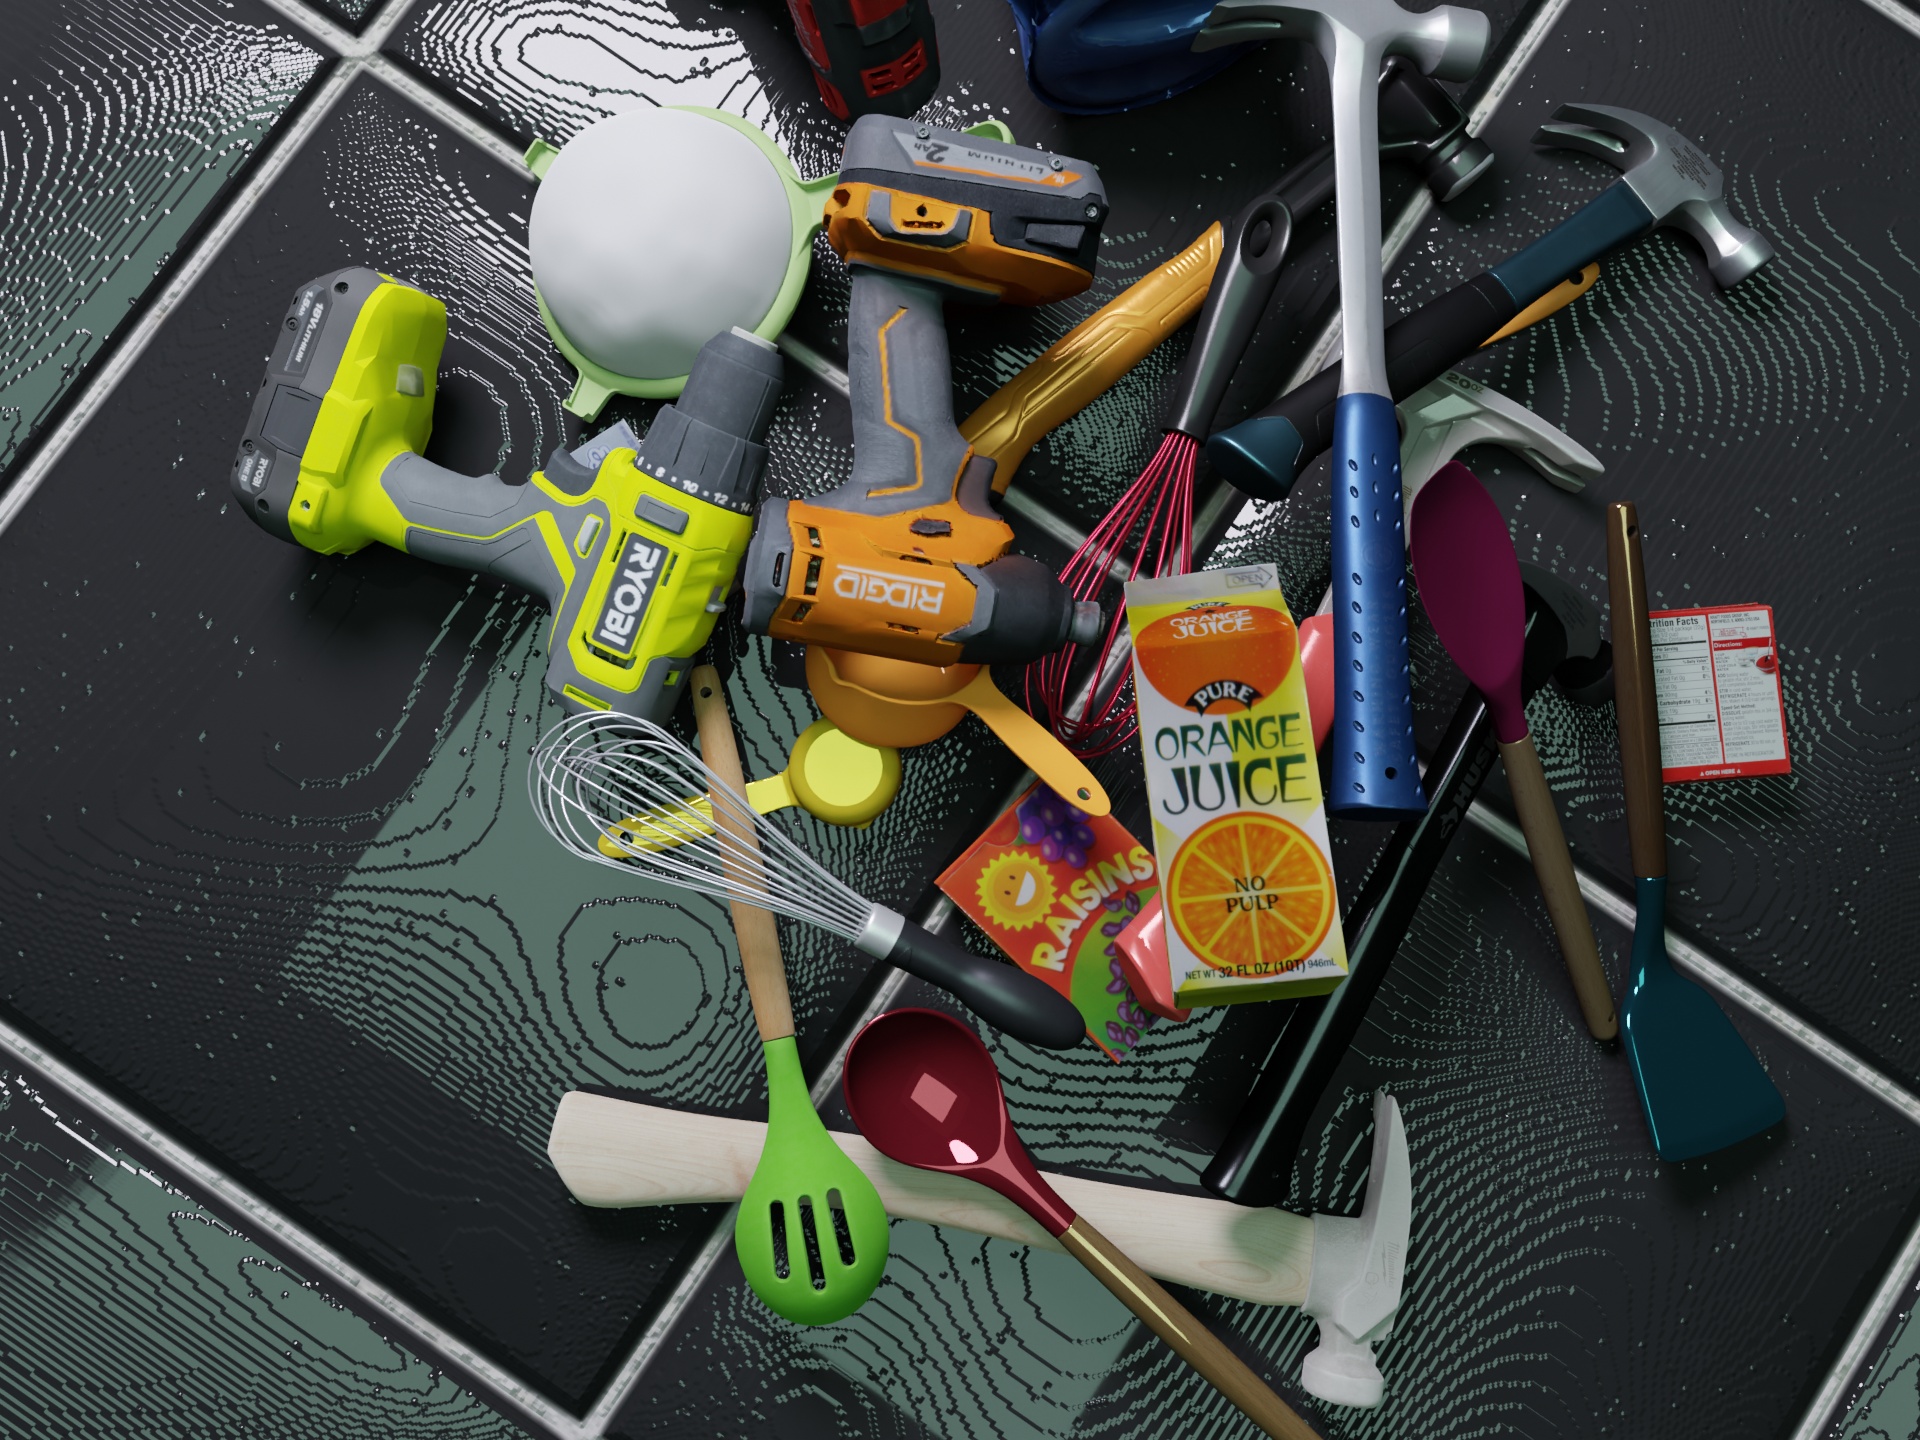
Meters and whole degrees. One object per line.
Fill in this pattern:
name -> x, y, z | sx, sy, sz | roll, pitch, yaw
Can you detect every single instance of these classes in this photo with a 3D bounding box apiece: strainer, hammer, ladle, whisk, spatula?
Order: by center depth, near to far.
whisk -> -0.066, 0.082, 0.726 | 0.284, 0.070, 0.070 | 29, 84, -8
hammer -> 0.179, -0.157, 0.729 | 0.144, 0.035, 0.406 | 5, 76, -11
ladle -> 0.069, 0.250, 0.734 | 0.315, 0.031, 0.069 | 43, 82, 2
hammer -> 0.203, 0.074, 0.746 | 0.146, 0.035, 0.335 | 36, 81, -37
strainer -> -0.102, -0.248, 0.758 | 0.256, 0.069, 0.151 | -13, 82, 14
hammer -> 0.011, 0.220, 0.766 | 0.410, 0.038, 0.146 | 10, 82, -1
spatula -> 0.343, 0.051, 0.772 | 0.082, 0.044, 0.317 | -12, 100, -19
hammer -> 0.181, -0.016, 0.775 | 0.149, 0.036, 0.359 | 28, 75, 1
whisk -> 0.103, -0.120, 0.780 | 0.073, 0.073, 0.296 | 21, 88, 0
hammer -> 0.258, -0.203, 0.792 | 0.331, 0.033, 0.128 | -34, 85, -17
hammer -> 0.111, -0.231, 0.817 | 0.337, 0.034, 0.127 | -40, 88, -6

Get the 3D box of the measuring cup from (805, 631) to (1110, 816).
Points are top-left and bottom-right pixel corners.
measuring cup -> -0.001, -0.002, 0.760 | 0.174, 0.052, 0.095 | 42, 56, 13

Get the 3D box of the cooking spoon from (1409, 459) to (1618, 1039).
cooking spoon -> 0.260, 0.027, 0.732 | 0.069, 0.017, 0.318 | -41, 118, -29

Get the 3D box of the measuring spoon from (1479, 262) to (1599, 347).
measuring spoon -> 0.286, -0.213, 0.834 | 0.117, 0.011, 0.021 | -29, 86, -5

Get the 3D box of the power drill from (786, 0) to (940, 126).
power drill -> -0.092, -0.396, 0.718 | 0.080, 0.187, 0.227 | -30, 56, -6

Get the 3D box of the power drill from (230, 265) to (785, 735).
power drill -> -0.203, -0.122, 0.745 | 0.228, 0.080, 0.190 | 25, 99, 6

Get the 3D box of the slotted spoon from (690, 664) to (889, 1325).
slotted spoon -> -0.093, 0.125, 0.748 | 0.070, 0.031, 0.314 | -12, 79, -5

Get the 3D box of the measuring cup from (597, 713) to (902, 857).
measuring cup -> -0.104, 0.039, 0.782 | 0.156, 0.029, 0.062 | -18, 85, -6

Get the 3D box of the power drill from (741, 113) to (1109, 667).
power drill -> 0.000, -0.136, 0.715 | 0.164, 0.084, 0.226 | 10, 93, -8
